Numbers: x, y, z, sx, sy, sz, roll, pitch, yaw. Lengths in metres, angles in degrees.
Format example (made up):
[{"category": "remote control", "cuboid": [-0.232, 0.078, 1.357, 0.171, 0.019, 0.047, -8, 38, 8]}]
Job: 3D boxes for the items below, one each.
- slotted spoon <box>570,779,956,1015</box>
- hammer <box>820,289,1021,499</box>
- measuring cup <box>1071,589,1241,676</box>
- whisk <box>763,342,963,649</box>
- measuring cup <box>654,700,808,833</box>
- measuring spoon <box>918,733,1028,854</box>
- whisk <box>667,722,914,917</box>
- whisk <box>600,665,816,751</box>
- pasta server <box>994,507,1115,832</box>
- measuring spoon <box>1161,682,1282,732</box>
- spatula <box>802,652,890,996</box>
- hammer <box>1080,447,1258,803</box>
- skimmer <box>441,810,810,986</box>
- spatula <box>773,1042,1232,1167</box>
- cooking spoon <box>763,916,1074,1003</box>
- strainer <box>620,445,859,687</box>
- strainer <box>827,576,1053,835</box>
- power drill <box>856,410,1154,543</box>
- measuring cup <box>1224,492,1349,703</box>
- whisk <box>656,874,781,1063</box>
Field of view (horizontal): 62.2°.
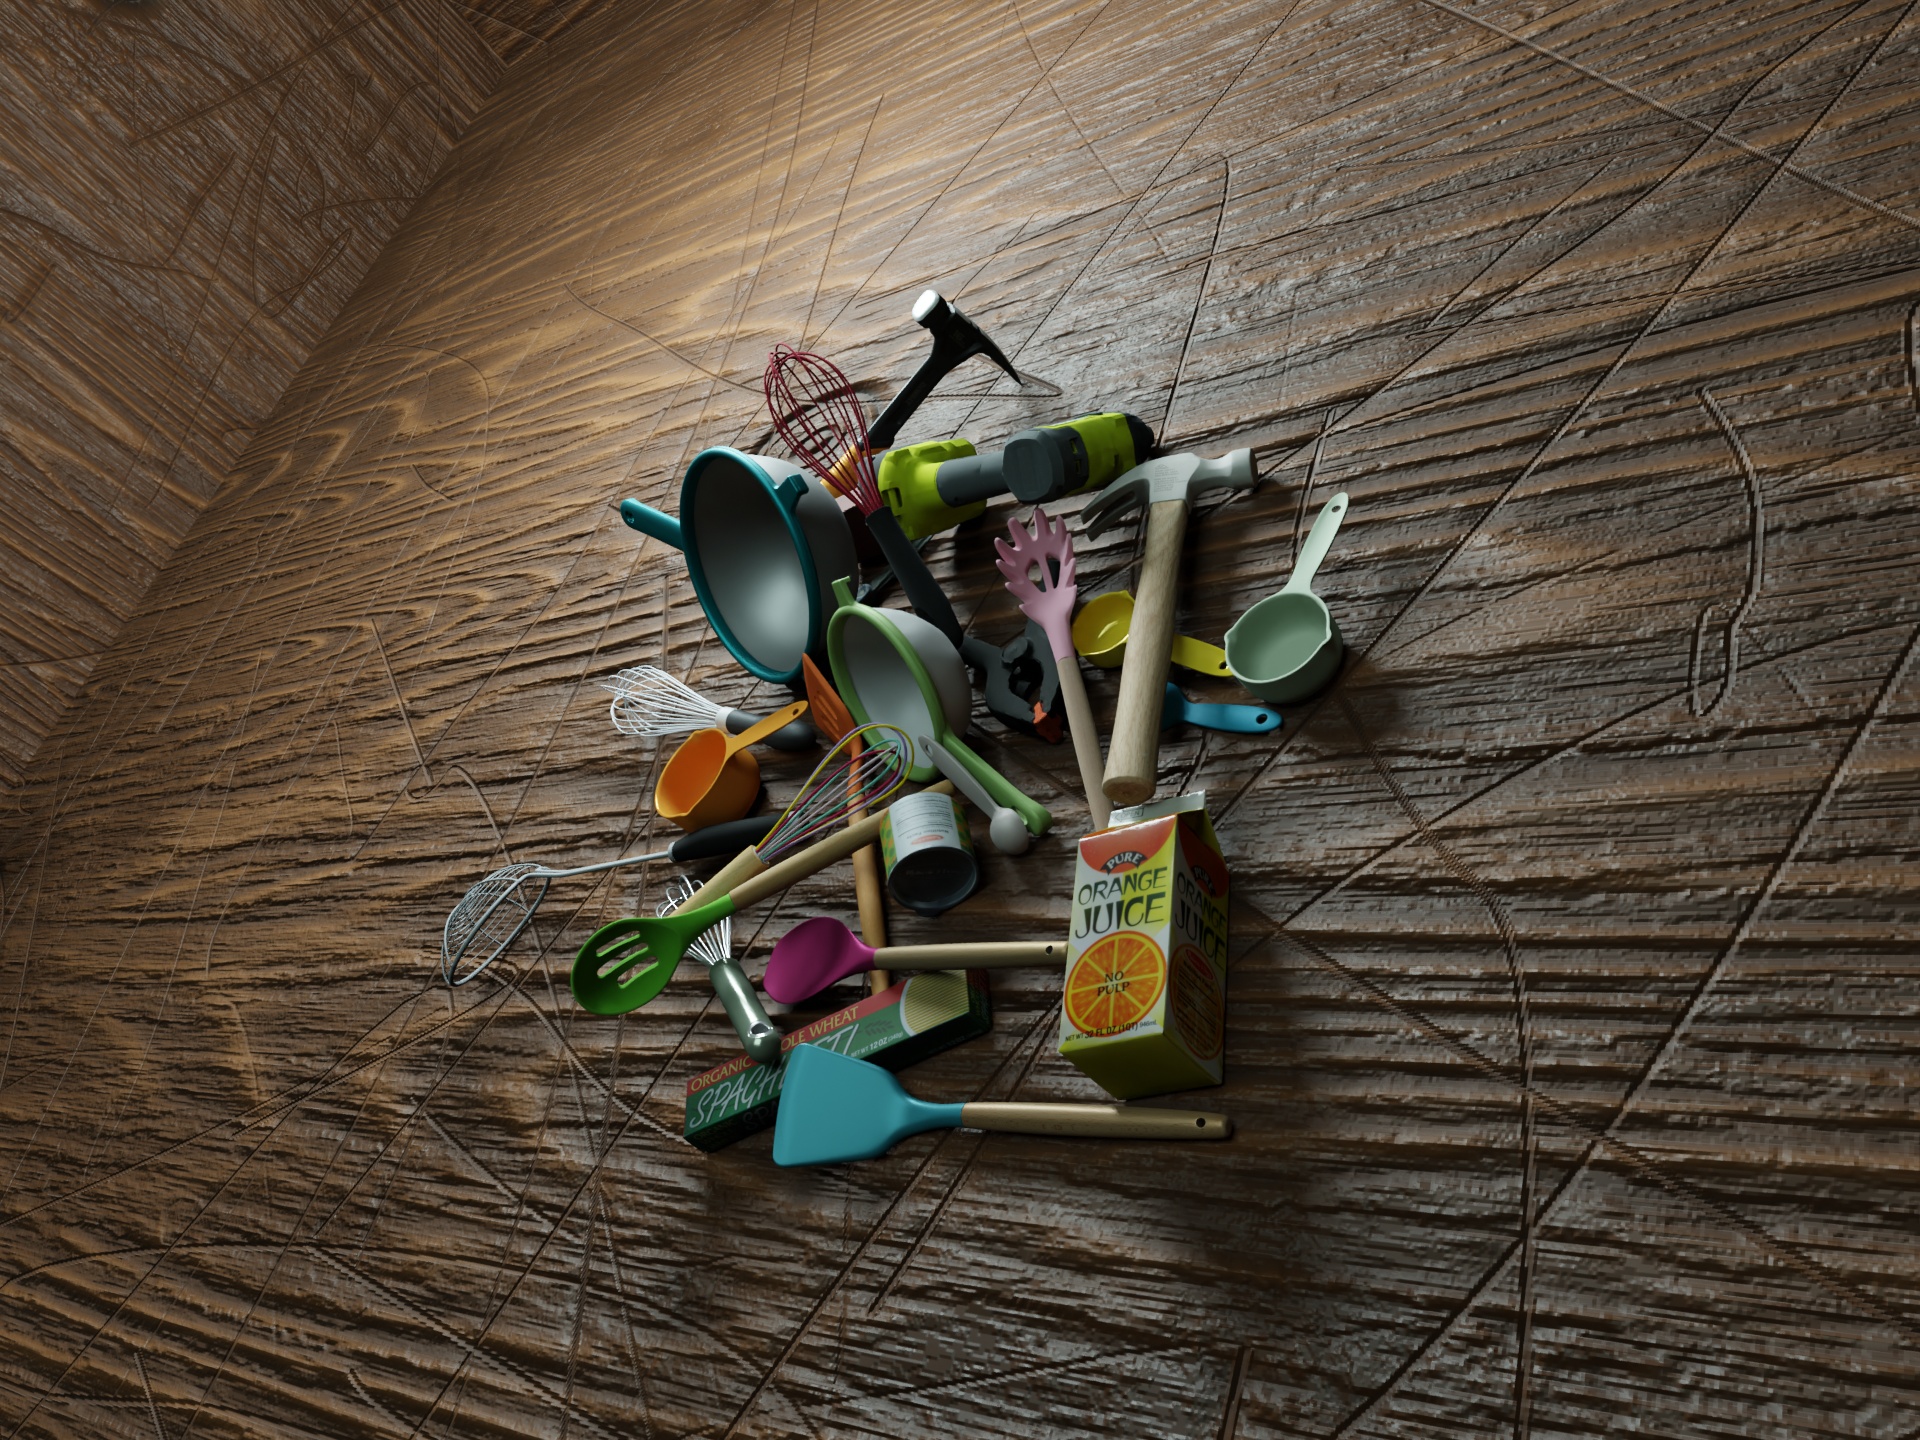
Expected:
[{"category": "slotted spoon", "cuboid": [-0.143, 0.123, 1.169, 0.314, 0.070, 0.031, -28, 23, -3]}, {"category": "hammer", "cuboid": [-0.092, -0.241, 1.506, 0.337, 0.127, 0.034, -47, 38, 13]}, {"category": "measuring cup", "cuboid": [0.146, -0.051, 1.159, 0.157, 0.029, 0.062, 24, 74, 43]}, {"category": "whisk", "cuboid": [-0.076, -0.182, 1.279, 0.073, 0.073, 0.296, -33, 79, 15]}, {"category": "measuring cup", "cuboid": [-0.179, 0.038, 1.341, 0.173, 0.052, 0.095, -30, 40, 24]}, {"category": "measuring spoon", "cuboid": [0.004, 0.053, 1.149, 0.018, 0.034, 0.124, -24, 56, -33]}, {"category": "whisk", "cuboid": [-0.131, 0.091, 1.192, 0.245, 0.047, 0.051, -40, 40, 6]}, {"category": "whisk", "cuboid": [-0.228, -0.005, 1.436, 0.285, 0.070, 0.070, 12, 64, 41]}, {"category": "pasta server", "cuboid": [0.079, -0.024, 1.143, 0.060, 0.040, 0.317, -19, 53, 11]}, {"category": "measuring spoon", "cuboid": [0.166, -0.009, 1.099, 0.129, 0.021, 0.042, 8, 61, 47]}, {"category": "spatula", "cuboid": [-0.087, 0.081, 1.230, 0.041, 0.081, 0.323, -8, 47, -4]}, {"category": "hammer", "cuboid": [0.136, -0.076, 1.137, 0.130, 0.031, 0.332, -5, 46, 22]}, {"category": "skimmer", "cuboid": [-0.284, 0.150, 1.348, 0.363, 0.090, 0.127, -13, 9, 19]}, {"category": "spatula", "cuboid": [0.019, 0.245, 0.985, 0.317, 0.044, 0.082, -8, 61, 36]}, {"category": "cooking spoon", "cuboid": [-0.038, 0.163, 1.087, 0.319, 0.017, 0.069, -11, 52, 47]}, {"category": "strainer", "cuboid": [-0.191, -0.163, 1.432, 0.095, 0.210, 0.341, -23, 31, -32]}, {"category": "strainer", "cuboid": [-0.002, -0.004, 1.203, 0.069, 0.151, 0.257, -30, 51, -27]}, {"category": "power drill", "cuboid": [0.040, -0.207, 1.317, 0.223, 0.080, 0.171, -5, 13, 40]}, {"category": "measuring cup", "cuboid": [0.240, -0.083, 1.089, 0.083, 0.038, 0.168, 3, 56, 44]}, {"category": "whisk", "cuboid": [-0.180, 0.186, 1.199, 0.058, 0.059, 0.247, -13, 26, -19]}]
